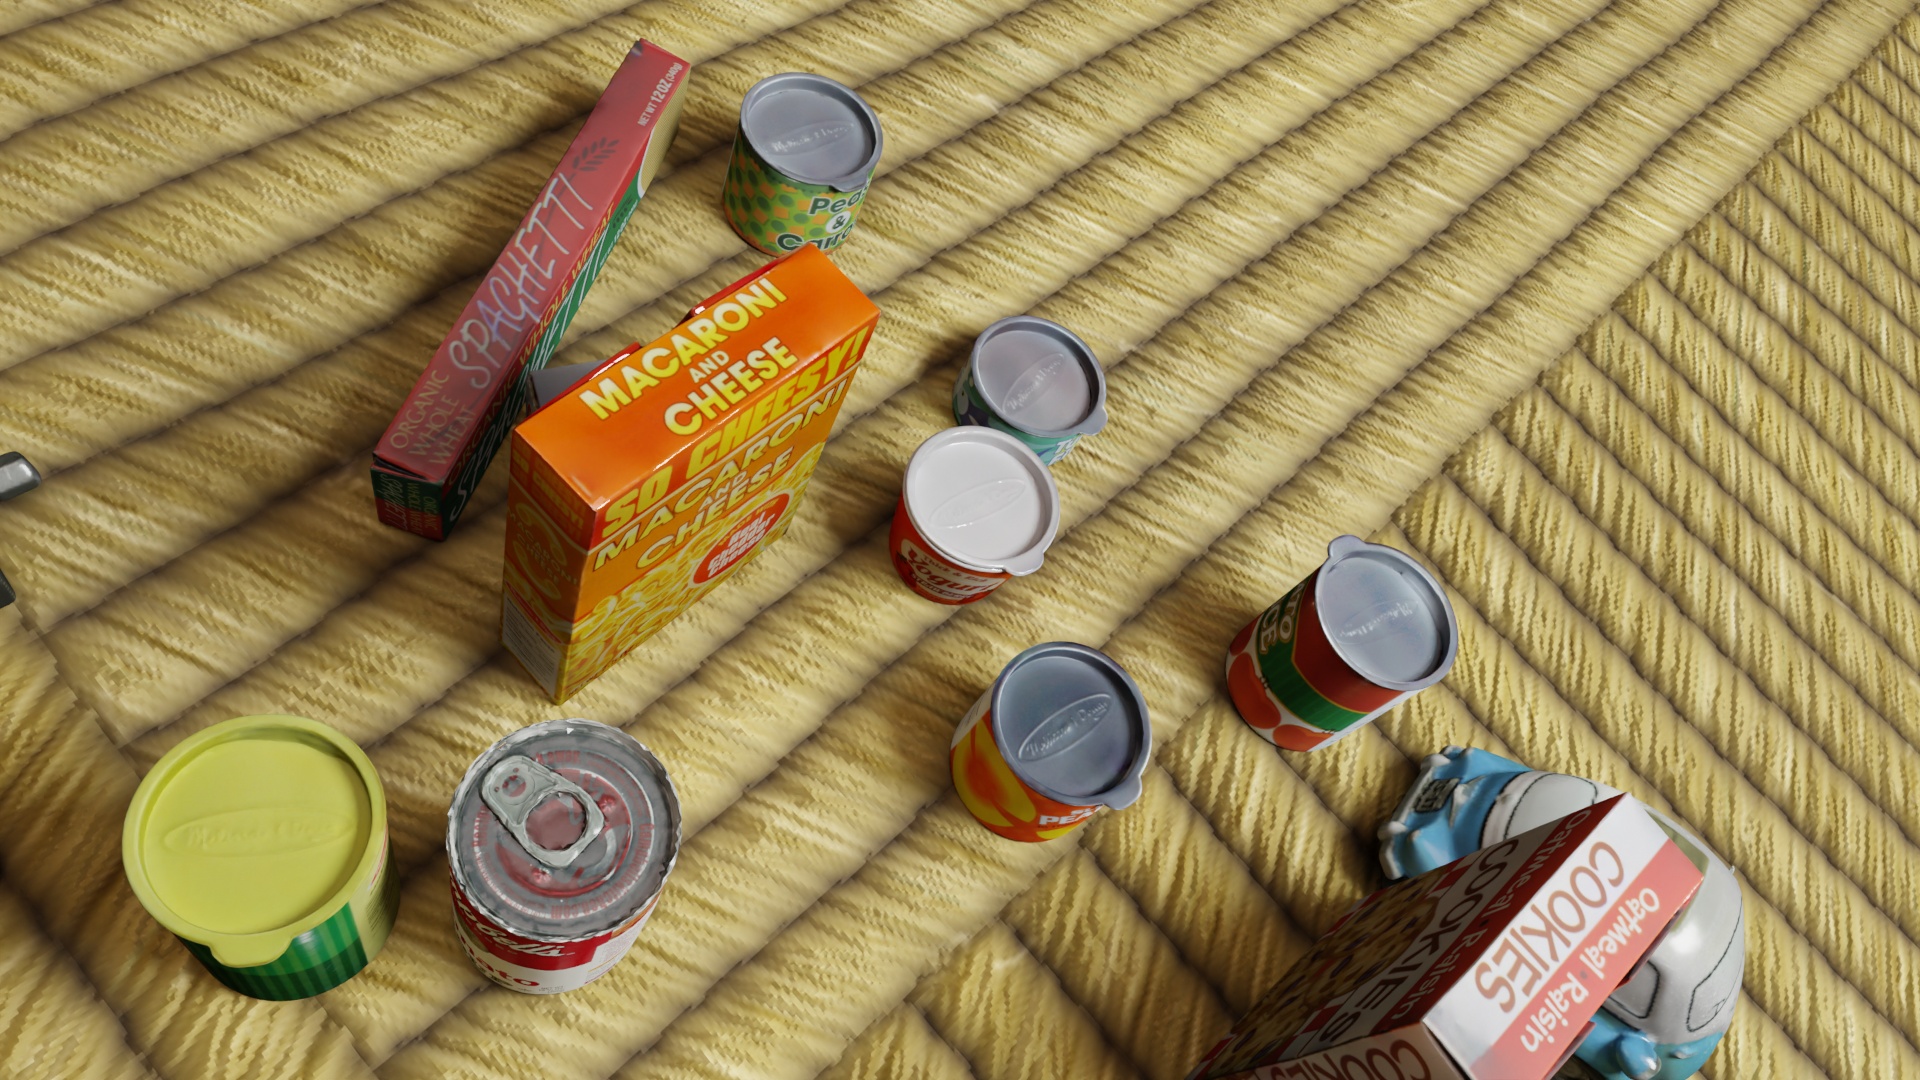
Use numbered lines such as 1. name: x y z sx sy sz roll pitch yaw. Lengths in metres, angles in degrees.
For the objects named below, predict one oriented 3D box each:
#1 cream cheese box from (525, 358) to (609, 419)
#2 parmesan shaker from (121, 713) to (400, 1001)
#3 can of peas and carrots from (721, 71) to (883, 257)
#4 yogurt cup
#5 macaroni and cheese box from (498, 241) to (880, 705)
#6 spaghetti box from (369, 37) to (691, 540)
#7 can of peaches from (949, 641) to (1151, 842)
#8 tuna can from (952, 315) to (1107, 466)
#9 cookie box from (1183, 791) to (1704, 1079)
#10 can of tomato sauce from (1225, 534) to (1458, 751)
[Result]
1. cream cheese box: -0.126 -0.054 0.572 0.104 0.053 0.024 -13 69 -25
2. parmesan shaker: -0.211 0.104 0.429 0.071 0.102 0.071 8 61 -15
3. can of peas and carrots: -0.073 -0.172 0.650 0.071 0.058 0.071 8 61 -15
4. yogurt cup: 0.002 -0.007 0.592 0.072 0.053 0.073 8 61 -15
5. macaroni and cheese box: -0.102 -0.019 0.495 0.040 0.165 0.124 45 58 7
6. spaghetti box: -0.176 -0.113 0.588 0.029 0.050 0.251 23 58 -7
7. can of peaches: 0.036 0.083 0.553 0.071 0.057 0.071 8 61 -15
8. tuna can: 0.033 -0.067 0.647 0.071 0.032 0.071 8 61 -15
9. cookie box: 0.164 0.160 0.493 0.123 0.166 0.040 -32 78 -30
10. can of tomato sauce: 0.161 0.047 0.602 0.071 0.082 0.071 8 61 -15
